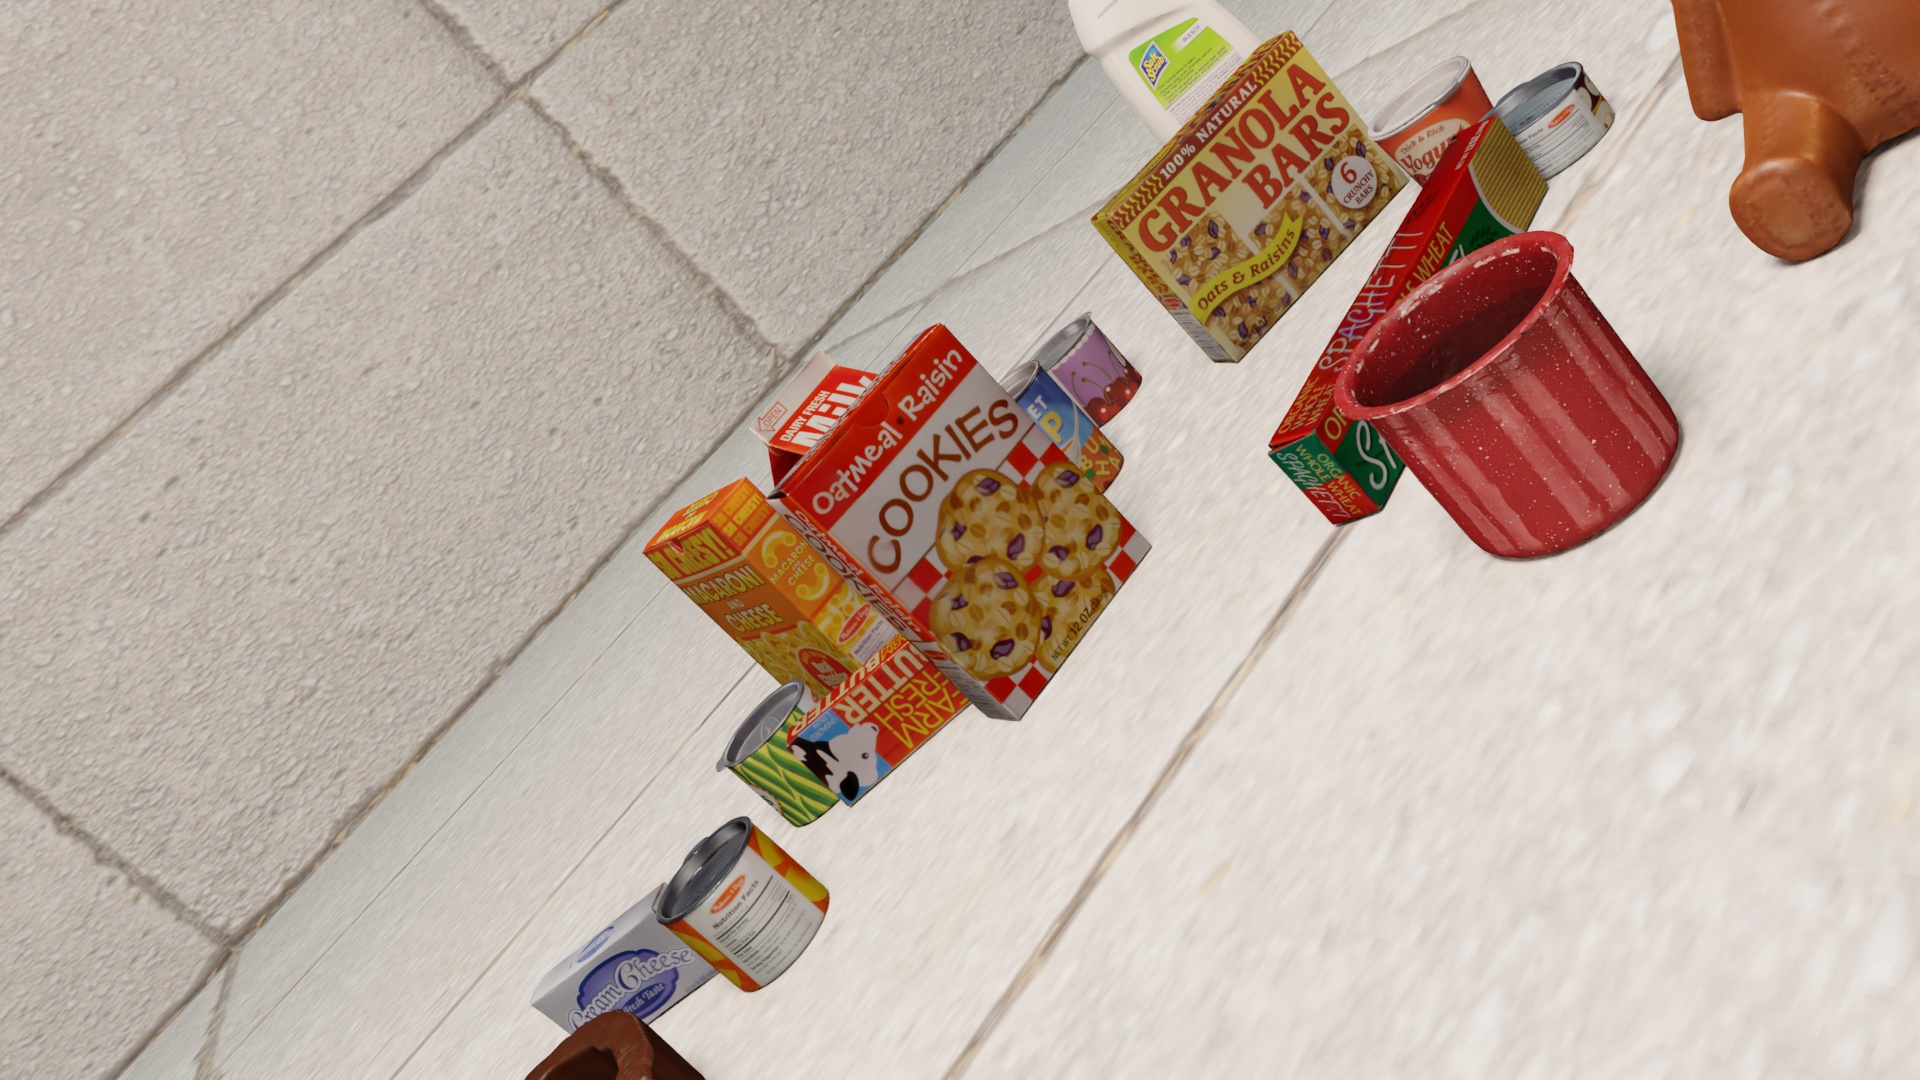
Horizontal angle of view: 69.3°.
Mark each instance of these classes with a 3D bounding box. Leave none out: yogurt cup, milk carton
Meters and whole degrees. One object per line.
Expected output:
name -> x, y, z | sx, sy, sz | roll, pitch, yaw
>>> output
yogurt cup -> 0.283, -0.241, 0.817 | 0.072, 0.054, 0.072 | -40, 16, 14
milk carton -> -0.029, -0.018, 0.769 | 0.073, 0.190, 0.073 | -24, 26, 52

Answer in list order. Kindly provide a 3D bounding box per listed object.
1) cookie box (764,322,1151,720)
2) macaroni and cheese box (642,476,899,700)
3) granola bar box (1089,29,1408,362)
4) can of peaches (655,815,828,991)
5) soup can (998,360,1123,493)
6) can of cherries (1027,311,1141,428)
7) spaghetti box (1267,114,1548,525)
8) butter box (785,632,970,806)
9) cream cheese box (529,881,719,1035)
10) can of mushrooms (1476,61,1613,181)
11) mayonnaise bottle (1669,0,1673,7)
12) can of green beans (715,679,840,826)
cookie box -> 0.003, -0.009, 0.710 | 0.123, 0.167, 0.040 | -50, 16, -20
macaroni and cheese box -> -0.107, 0.043, 0.852 | 0.040, 0.166, 0.123 | -53, 17, -27
granola bar box -> 0.180, -0.212, 0.866 | 0.166, 0.124, 0.039 | -46, 15, -7
can of peaches -> -0.110, 0.183, 0.702 | 0.071, 0.058, 0.071 | -40, 16, 14
soup can -> 0.051, -0.060, 0.873 | 0.071, 0.083, 0.071 | -40, 16, 14
can of cherries -> 0.087, -0.117, 0.978 | 0.071, 0.058, 0.072 | -40, 16, 14
spaghetti box -> 0.217, -0.110, 0.655 | 0.028, 0.050, 0.251 | -21, 27, 55
butter box -> -0.042, 0.094, 0.768 | 0.103, 0.053, 0.024 | -42, 16, 9
cream cheese box -> -0.178, 0.233, 0.750 | 0.103, 0.053, 0.024 | -39, 16, 18
can of mushrooms -> 0.308, -0.220, 0.738 | 0.071, 0.033, 0.071 | -40, 16, 14
mayonnaise bottle -> 0.321, -0.261, 0.598 | 0.064, 0.148, 0.041 | -35, 18, 32
can of green beans -> -0.097, 0.125, 0.817 | 0.071, 0.057, 0.071 | -40, 16, 14
